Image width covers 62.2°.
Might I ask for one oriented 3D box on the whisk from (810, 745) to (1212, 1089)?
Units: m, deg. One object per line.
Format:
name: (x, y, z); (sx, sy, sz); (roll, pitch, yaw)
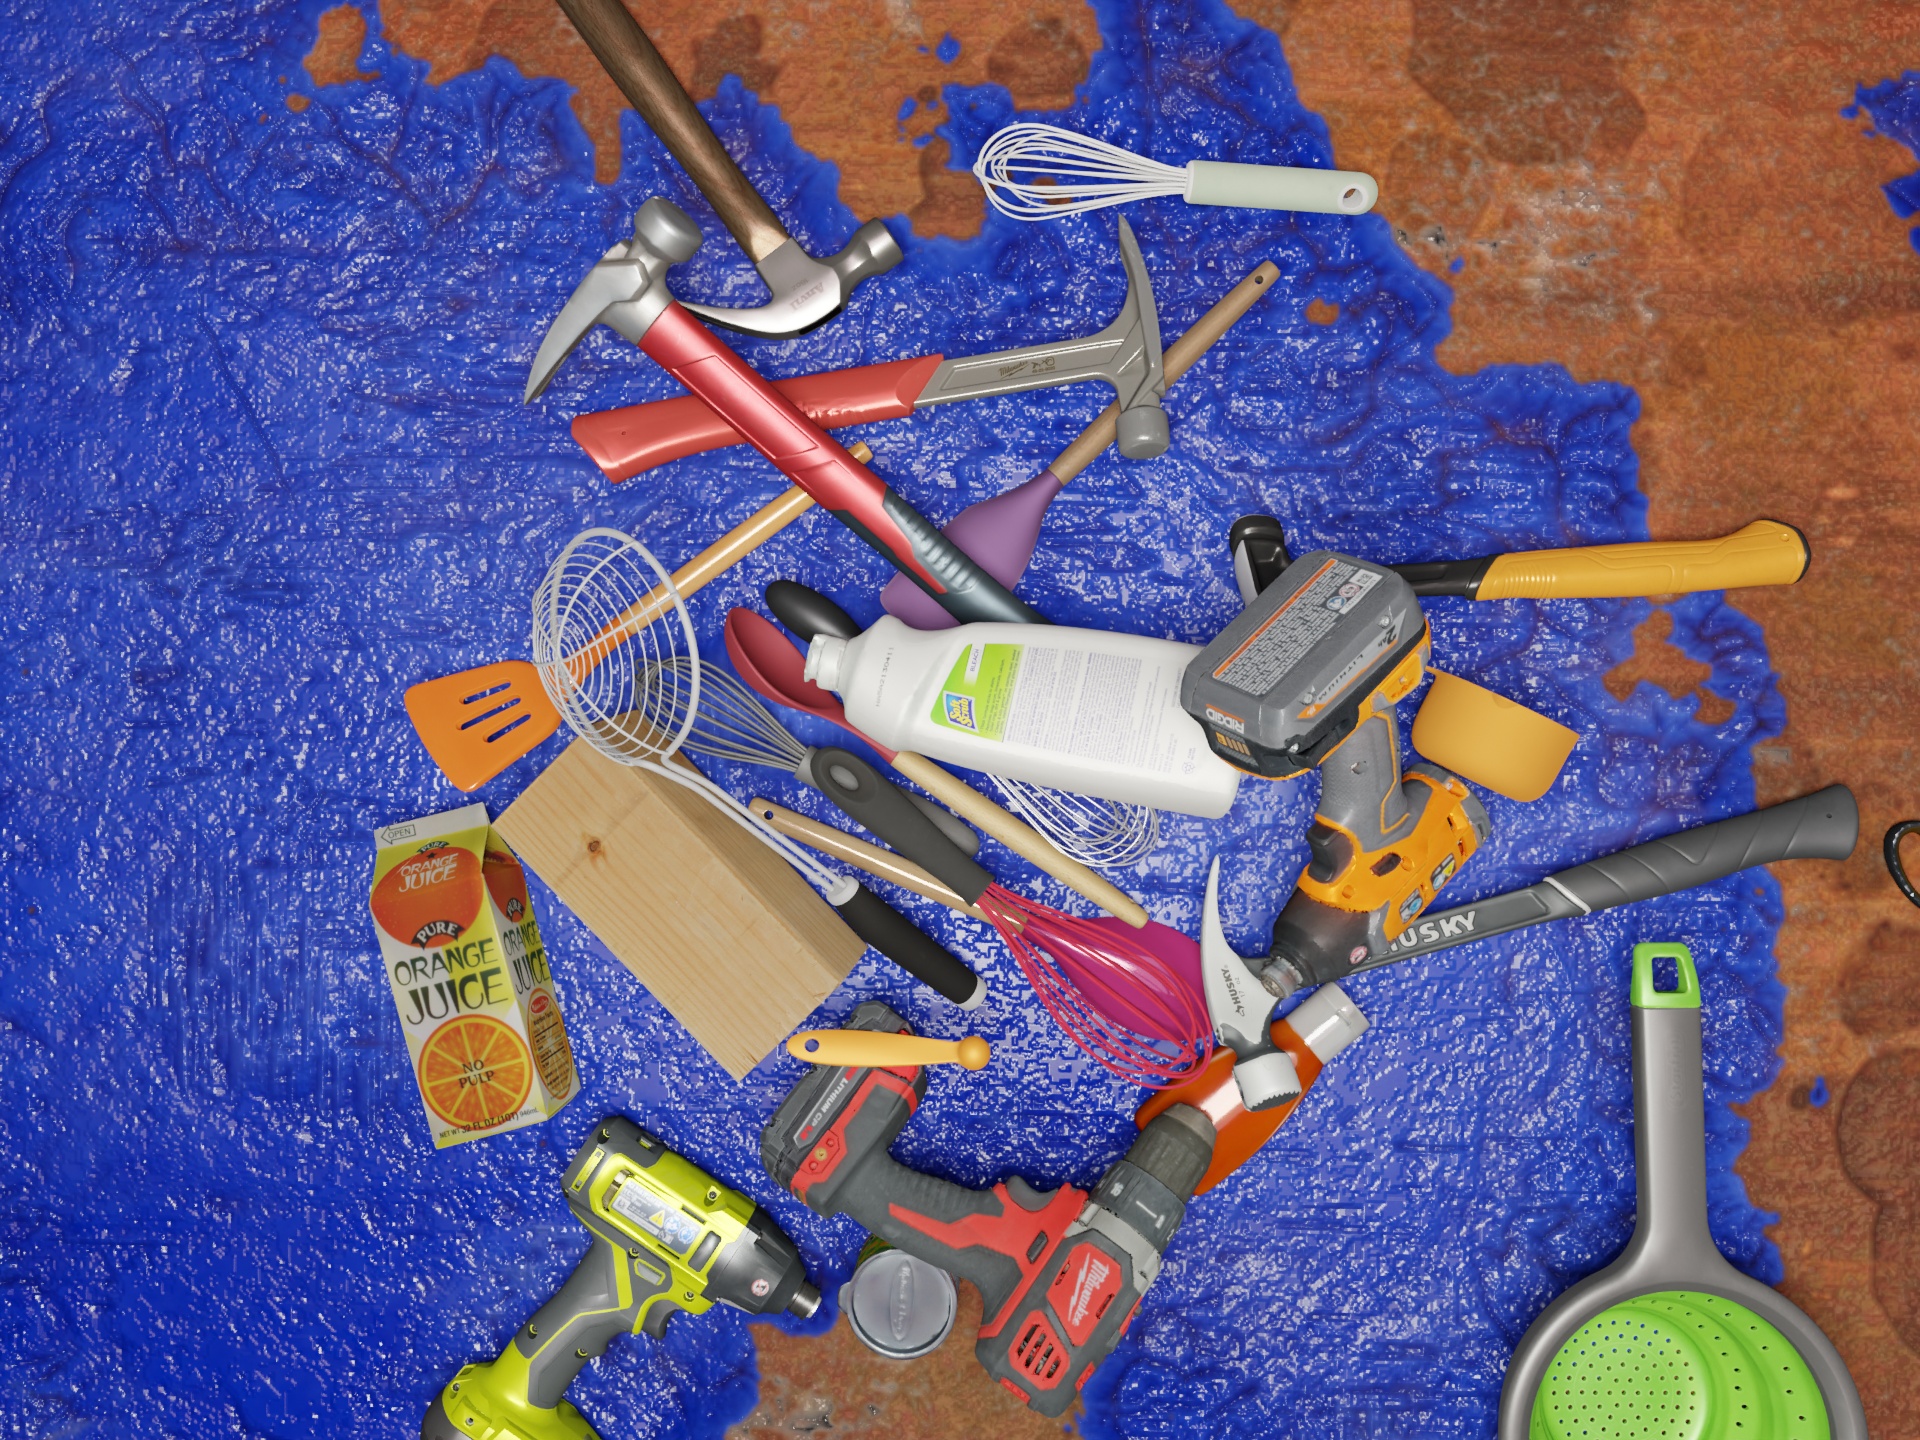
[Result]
whisk: (0.028, 0.113, 0.939); (0.296, 0.073, 0.073); (39, 92, 2)

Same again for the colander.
colander: (0.405, 0.327, 0.934); (0.204, 0.094, 0.397); (0, 86, 1)

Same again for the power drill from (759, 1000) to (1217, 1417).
power drill: (0.019, 0.256, 0.919); (0.227, 0.080, 0.188); (33, 69, 16)

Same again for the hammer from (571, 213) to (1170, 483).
hammer: (-0.058, -0.207, 0.965); (0.359, 0.036, 0.149); (-8, 76, 5)

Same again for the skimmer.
skimmer: (-0.098, 0.040, 0.910); (0.363, 0.127, 0.090); (42, 53, -29)

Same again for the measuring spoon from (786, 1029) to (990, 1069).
measuring spoon: (-0.041, 0.186, 0.904); (0.117, 0.011, 0.021); (2, 65, 0)

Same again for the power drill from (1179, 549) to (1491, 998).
power drill: (0.198, 0.041, 0.854); (0.164, 0.084, 0.226); (-43, 130, -16)

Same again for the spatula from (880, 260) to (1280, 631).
spatula: (0.079, -0.166, 0.977); (0.316, 0.018, 0.060); (-44, 90, 3)

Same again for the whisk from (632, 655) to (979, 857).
whisk: (-0.094, 0.024, 0.971); (0.239, 0.055, 0.055); (28, 91, -3)

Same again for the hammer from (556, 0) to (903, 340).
hammer: (-0.184, -0.376, 0.978); (0.130, 0.031, 0.331); (-37, 89, 1)

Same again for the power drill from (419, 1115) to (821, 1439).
power drill: (-0.205, 0.378, 0.964); (0.171, 0.080, 0.223); (34, 88, 1)

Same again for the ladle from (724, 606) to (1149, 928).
ladle: (-0.016, 0.034, 0.967); (0.315, 0.069, 0.031); (35, 112, -3)

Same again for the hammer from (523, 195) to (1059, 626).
hammer: (-0.071, -0.121, 0.937); (0.386, 0.038, 0.143); (40, 114, -12)

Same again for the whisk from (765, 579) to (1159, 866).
whisk: (-0.001, -0.004, 0.966); (0.284, 0.070, 0.070); (34, 92, 6)

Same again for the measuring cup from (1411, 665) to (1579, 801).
measuring cup: (0.275, -0.006, 0.950); (0.174, 0.095, 0.052); (26, 97, 20)

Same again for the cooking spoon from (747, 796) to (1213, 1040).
cooking spoon: (0.016, 0.116, 0.981); (0.319, 0.017, 0.069); (23, 90, 1)

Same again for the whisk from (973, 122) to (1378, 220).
whisk: (0.130, -0.327, 0.963); (0.246, 0.059, 0.057); (3, 127, -2)

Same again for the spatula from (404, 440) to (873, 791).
spatula: (-0.189, -0.075, 0.975); (0.322, 0.041, 0.081); (-36, 73, 0)

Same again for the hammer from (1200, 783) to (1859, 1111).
hammer: (0.339, 0.106, 0.947); (0.409, 0.036, 0.149); (-15, 63, -3)

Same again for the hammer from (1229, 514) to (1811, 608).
hammer: (0.335, -0.081, 0.937); (0.337, 0.034, 0.127); (-4, 48, -3)
